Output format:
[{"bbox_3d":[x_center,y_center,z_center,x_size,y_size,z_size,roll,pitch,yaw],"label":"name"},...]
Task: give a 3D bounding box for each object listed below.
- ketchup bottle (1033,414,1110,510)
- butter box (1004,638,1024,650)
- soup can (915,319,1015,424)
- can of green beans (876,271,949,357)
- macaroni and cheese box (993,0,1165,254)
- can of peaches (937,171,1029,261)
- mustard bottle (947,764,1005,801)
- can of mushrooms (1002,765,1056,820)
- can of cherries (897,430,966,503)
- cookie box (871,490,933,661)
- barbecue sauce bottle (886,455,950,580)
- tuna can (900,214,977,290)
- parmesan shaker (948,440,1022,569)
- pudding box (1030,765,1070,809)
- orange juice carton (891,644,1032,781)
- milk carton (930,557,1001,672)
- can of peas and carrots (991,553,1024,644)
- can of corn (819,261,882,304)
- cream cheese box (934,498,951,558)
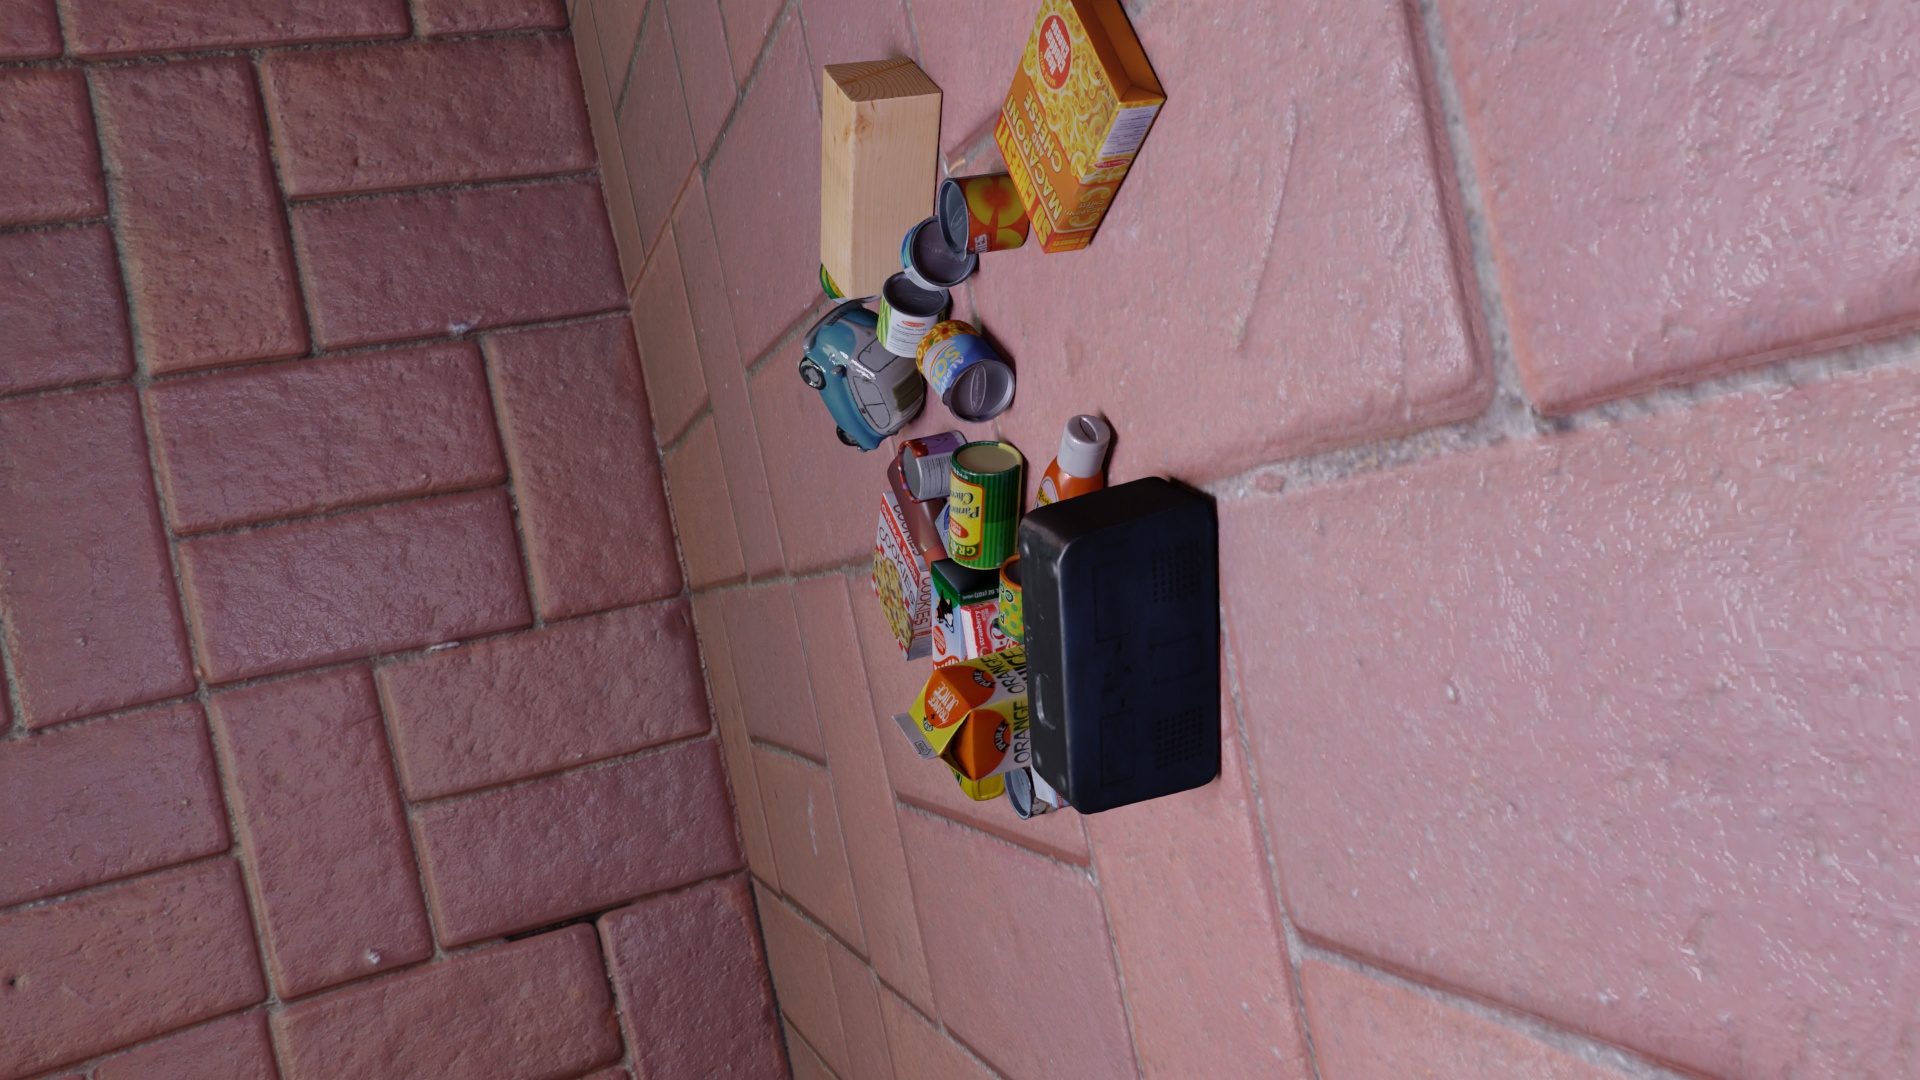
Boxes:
[{"bbox_3d":[0.091,-0.038,1.143,0.148,0.043,0.065,102,150,-46],"label":"ketchup bottle"},{"bbox_3d":[0.056,0.139,1.270,0.024,0.053,0.103,38,112,64],"label":"butter box"},{"bbox_3d":[0.001,-0.156,1.275,0.084,0.071,0.071,-125,30,-47],"label":"soup can"},{"bbox_3d":[-0.047,-0.224,1.374,0.057,0.071,0.071,105,147,-51],"label":"can of green beans"},{"bbox_3d":[0.082,-0.310,1.016,0.165,0.040,0.124,119,135,-60],"label":"macaroni and cheese box"},{"bbox_3d":[0.020,-0.275,1.177,0.071,0.058,0.071,169,89,-69],"label":"can of peaches"},{"bbox_3d":[0.000,0.217,1.520,0.161,0.049,0.065,-131,36,-53],"label":"mustard bottle"},{"bbox_3d":[0.070,0.239,1.369,0.071,0.033,0.071,170,89,-70],"label":"can of mushrooms"},{"bbox_3d":[-0.027,-0.075,1.413,0.071,0.058,0.071,168,89,-69],"label":"can of cherries"},{"bbox_3d":[-0.058,0.039,1.590,0.166,0.040,0.123,101,150,-48],"label":"cookie box"},{"bbox_3d":[-0.035,-0.021,1.490,0.064,0.044,0.149,115,138,-59],"label":"barbecue sauce bottle"},{"bbox_3d":[-0.020,-0.267,1.279,0.033,0.071,0.071,-175,74,-70],"label":"tuna can"},{"bbox_3d":[0.021,-0.035,1.295,0.071,0.071,0.102,-129,33,-51],"label":"parmesan shaker"},{"bbox_3d":[0.087,0.207,1.312,0.049,0.030,0.083,176,83,-71],"label":"pudding box"},{"bbox_3d":[0.044,0.138,1.149,0.072,0.193,0.072,-136,38,-55],"label":"orange juice carton"},{"bbox_3d":[0.017,0.112,1.381,0.073,0.072,0.189,-135,38,-55],"label":"milk carton"},{"bbox_3d":[0.064,0.050,1.224,0.071,0.071,0.058,-129,34,-51],"label":"can of peas and carrots"},{"bbox_3d":[-0.115,-0.293,1.513,0.058,0.071,0.071,-164,64,-67],"label":"can of corn"},{"bbox_3d":[0.005,-0.018,1.407,0.053,0.024,0.103,67,158,15],"label":"cream cheese box"}]
